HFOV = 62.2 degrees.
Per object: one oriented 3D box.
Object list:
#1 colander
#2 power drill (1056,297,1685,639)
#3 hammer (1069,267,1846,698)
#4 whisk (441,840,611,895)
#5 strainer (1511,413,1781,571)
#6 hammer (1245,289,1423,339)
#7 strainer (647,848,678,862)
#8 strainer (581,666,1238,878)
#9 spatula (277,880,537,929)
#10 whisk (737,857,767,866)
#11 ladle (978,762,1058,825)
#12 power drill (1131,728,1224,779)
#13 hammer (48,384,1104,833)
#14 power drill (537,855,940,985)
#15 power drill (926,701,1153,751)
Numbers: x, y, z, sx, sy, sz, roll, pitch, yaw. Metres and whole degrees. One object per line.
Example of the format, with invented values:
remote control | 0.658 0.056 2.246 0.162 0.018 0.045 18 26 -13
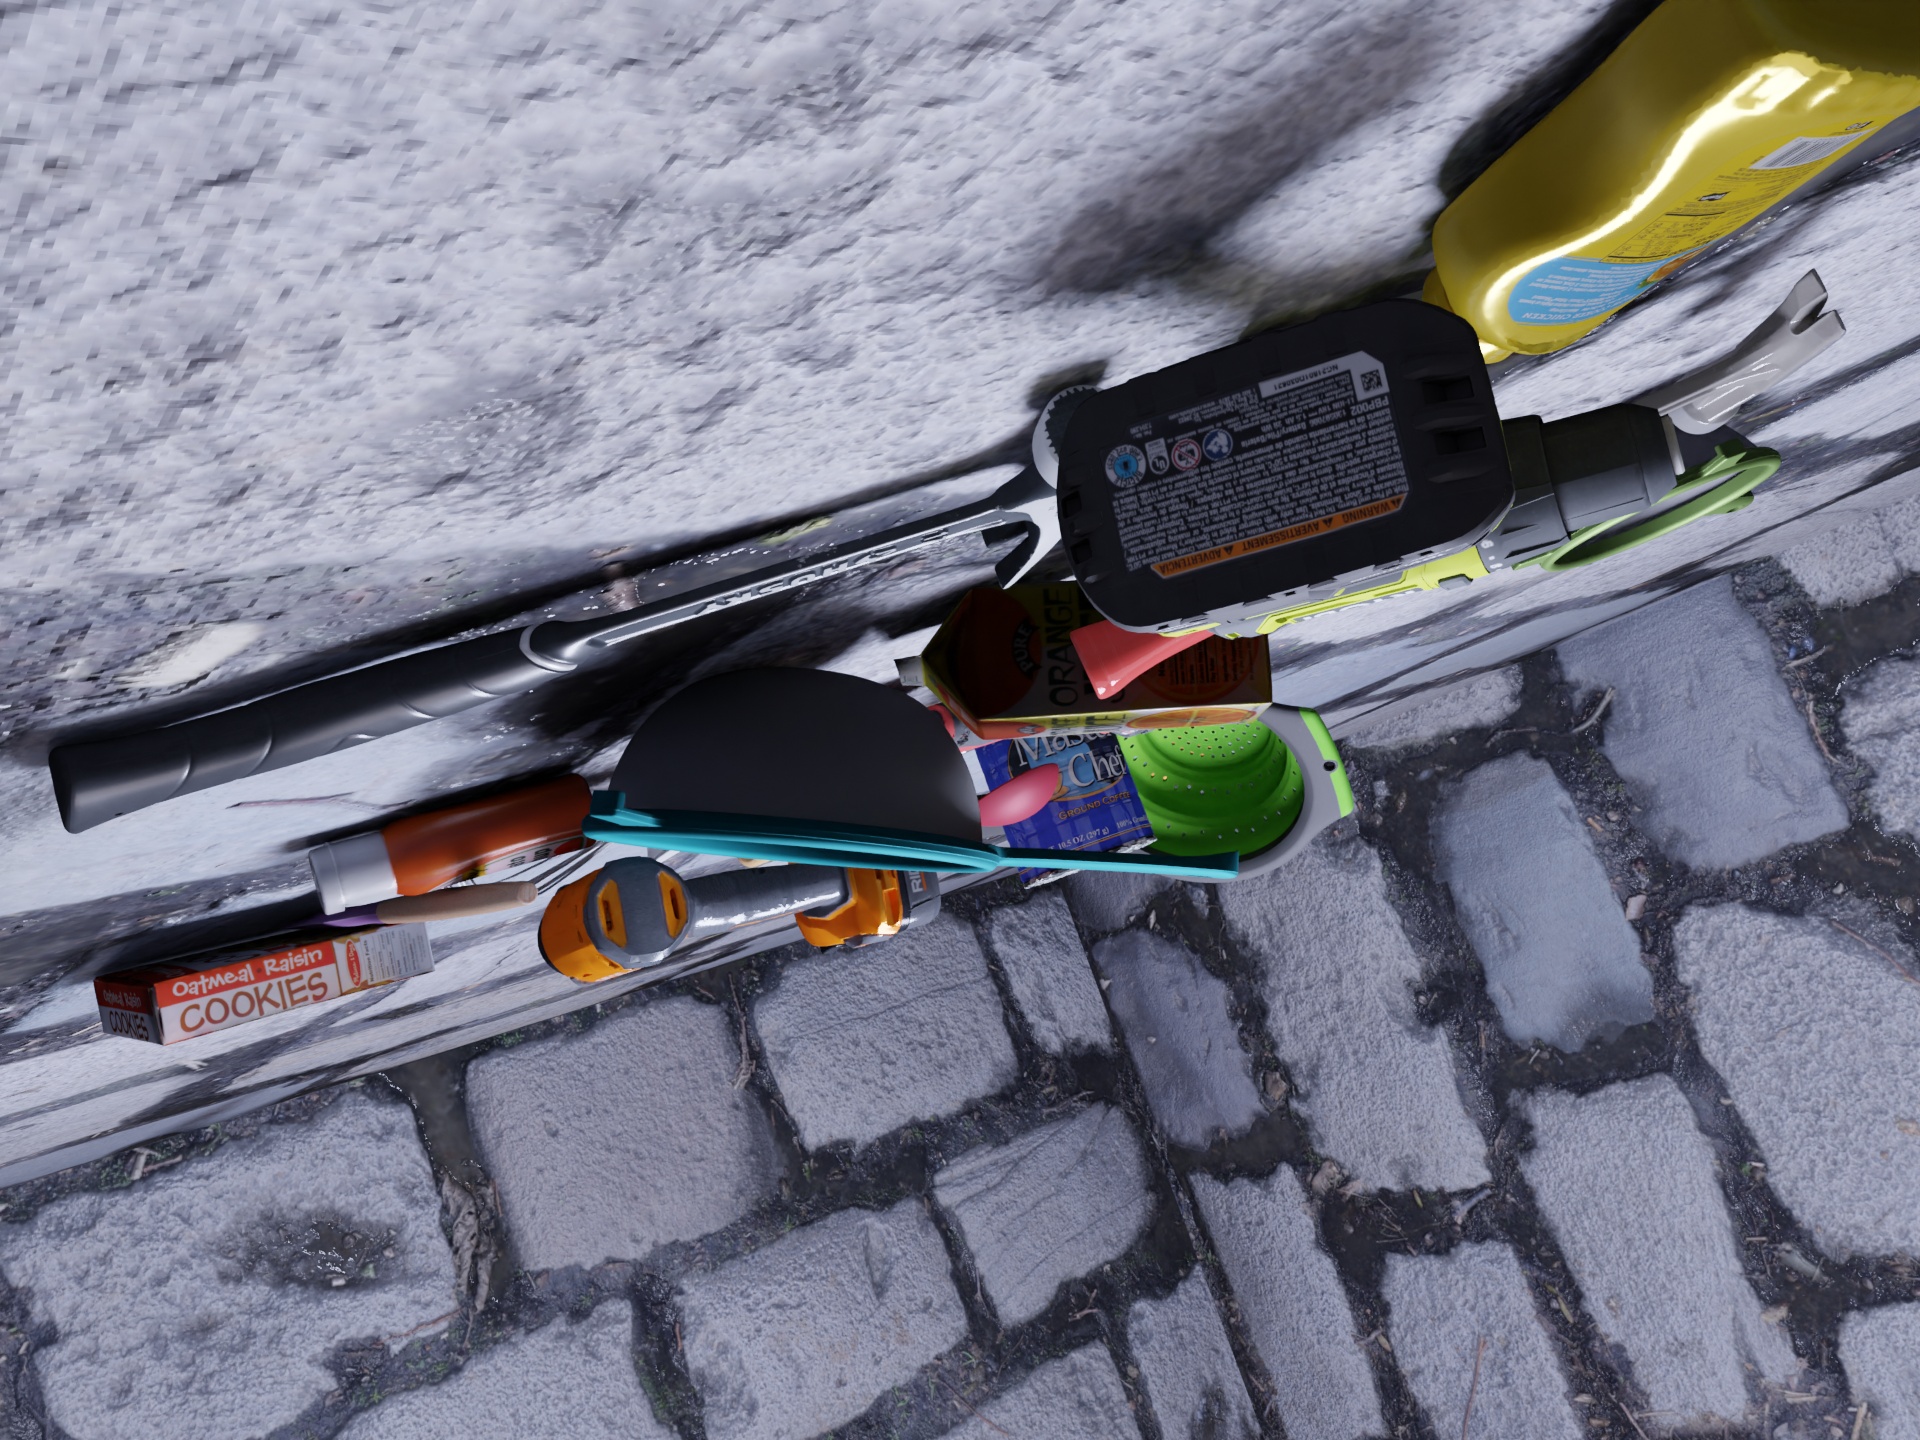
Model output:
colander | 0.116 0.038 1.288 0.397 0.204 0.095 -11 -146 27
power drill | 0.149 -0.080 0.562 0.190 0.080 0.228 -14 175 26
hammer | 0.222 -0.101 0.752 0.359 0.037 0.149 -24 172 4
whisk | -0.207 0.062 1.000 0.246 0.058 0.059 -20 142 -29
strainer | 0.461 -0.162 1.040 0.256 0.069 0.151 -11 165 -48
hammer | 0.162 -0.113 0.783 0.144 0.035 0.405 -19 171 -7
strainer | -0.125 0.045 1.100 0.258 0.050 0.087 -24 177 -16
strainer | -0.019 0.028 0.823 0.340 0.095 0.211 4 172 -8
spatula | -0.331 0.112 0.942 0.059 0.018 0.316 -10 179 -43
whisk | -0.106 0.074 1.178 0.047 0.051 0.245 -15 -179 17
ladle | -0.036 0.081 1.154 0.069 0.031 0.315 -14 175 -40
power drill | 0.166 0.011 1.420 0.185 0.084 0.226 -25 165 22
hammer | -0.137 -0.034 0.609 0.409 0.036 0.149 -18 172 -10
power drill | -0.146 0.114 0.984 0.226 0.084 0.164 -7 170 -32
power drill | -0.002 -0.003 0.972 0.226 0.080 0.187 -19 171 13
